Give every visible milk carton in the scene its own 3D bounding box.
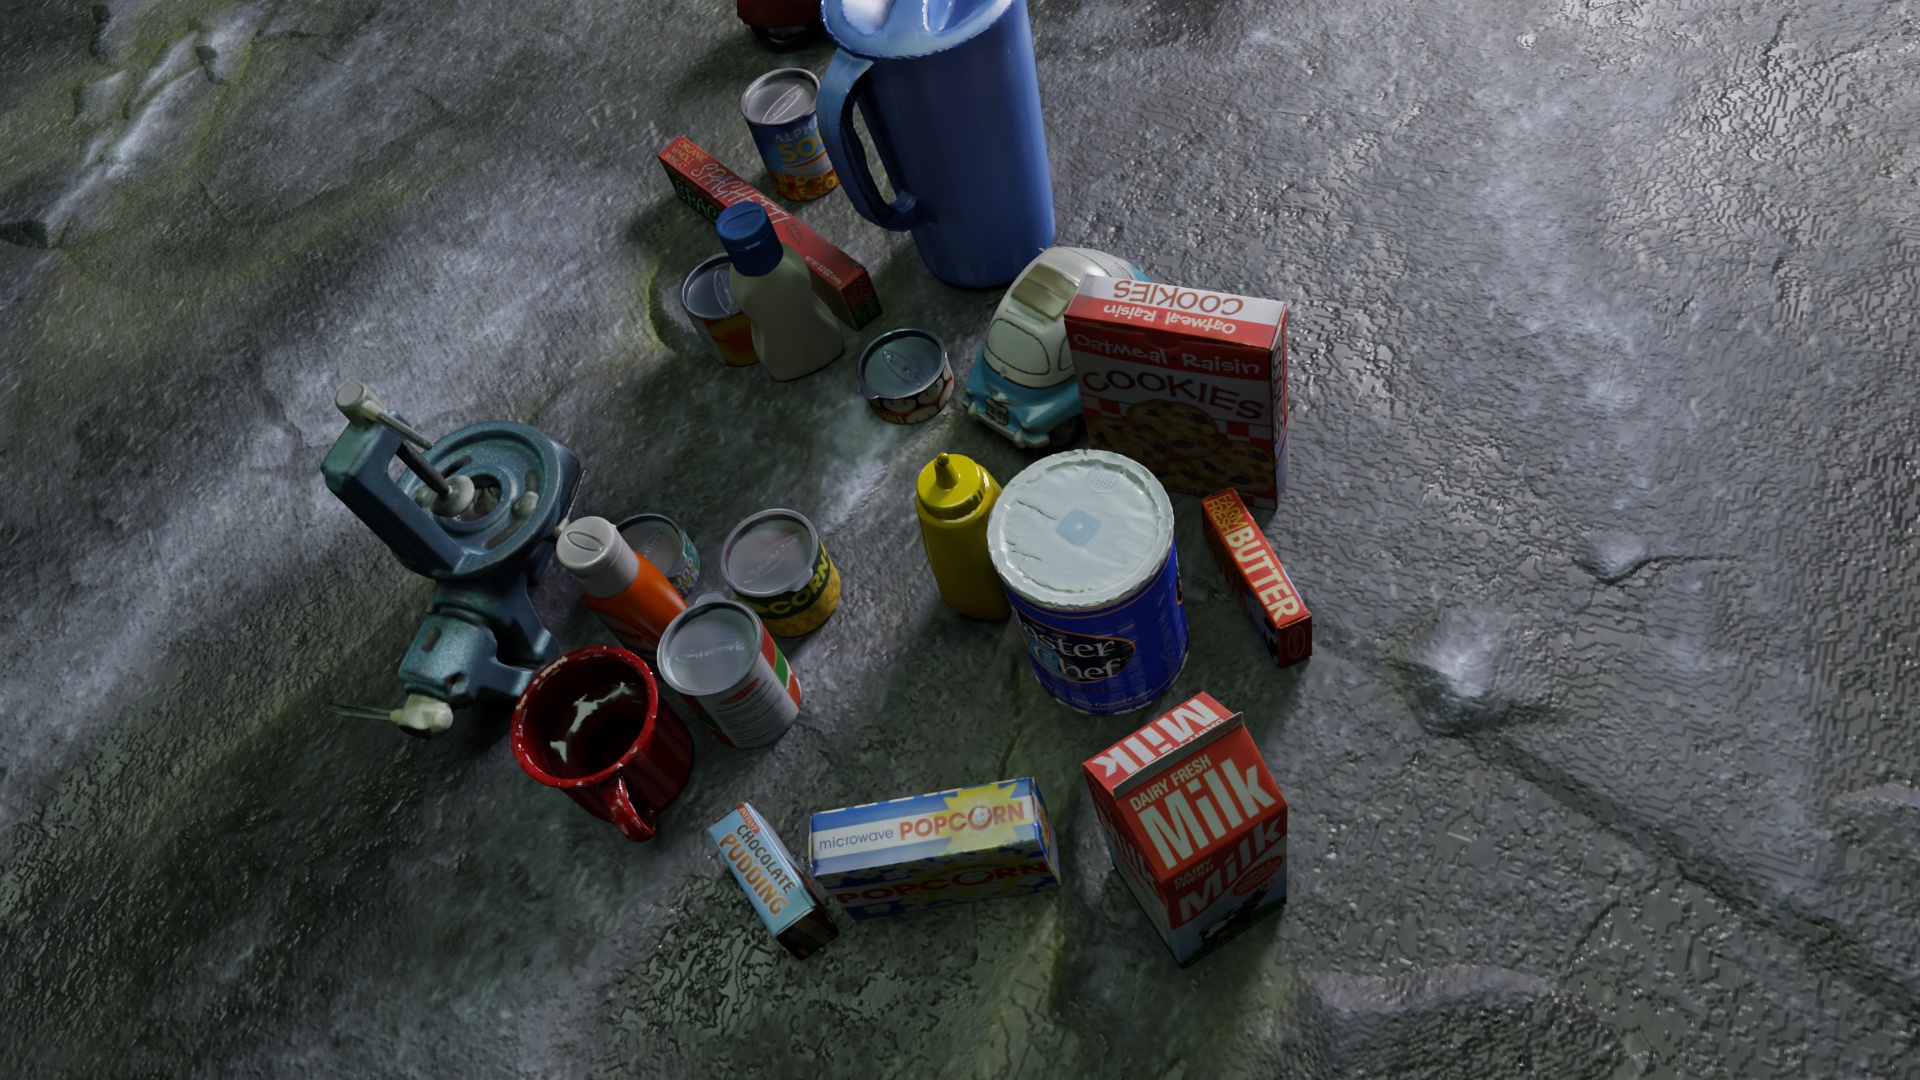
[{"bbox_3d":[0.115,0.143,0.701,0.072,0.189,0.074,-30,56,-6],"label":"milk carton"}]

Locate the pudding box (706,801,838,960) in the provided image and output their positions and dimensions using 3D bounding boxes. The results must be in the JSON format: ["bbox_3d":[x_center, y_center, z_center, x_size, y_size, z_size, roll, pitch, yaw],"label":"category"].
[{"bbox_3d":[-0.109,0.197,0.805,0.030,0.049,0.084,-36,57,-10],"label":"pudding box"}]

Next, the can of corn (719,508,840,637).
[{"bbox_3d":[-0.116,0.024,0.912,0.071,0.058,0.071,-6,57,10],"label":"can of corn"}]

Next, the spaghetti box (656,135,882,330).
[{"bbox_3d":[-0.155,-0.247,1.100,0.029,0.050,0.250,-42,58,-14],"label":"spaghetti box"}]

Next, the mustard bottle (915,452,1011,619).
[{"bbox_3d":[0.003,-0.011,0.844,0.049,0.159,0.065,5,60,17],"label":"mustard bottle"}]

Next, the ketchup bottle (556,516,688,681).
[{"bbox_3d":[-0.204,0.038,0.870,0.065,0.148,0.044,18,64,23],"label":"ketchup bottle"}]

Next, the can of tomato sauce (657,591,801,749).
[{"bbox_3d":[-0.143,0.083,0.866,0.071,0.082,0.071,-6,57,10],"label":"can of tomato sauce"}]

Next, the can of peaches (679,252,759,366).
[{"bbox_3d":[-0.169,-0.175,1.053,0.071,0.057,0.071,-6,57,10],"label":"can of peaches"}]

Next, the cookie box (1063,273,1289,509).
[{"bbox_3d":[0.137,-0.088,0.857,0.123,0.166,0.040,12,62,20],"label":"cookie box"}]

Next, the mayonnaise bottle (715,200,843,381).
[{"bbox_3d":[-0.132,-0.177,0.991,0.065,0.147,0.041,-25,56,-3],"label":"mayonnaise bottle"}]

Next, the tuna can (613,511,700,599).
[{"bbox_3d":[-0.213,0.016,0.956,0.071,0.032,0.071,-6,57,10],"label":"tuna can"}]

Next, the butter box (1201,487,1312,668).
[{"bbox_3d":[0.180,0.022,0.846,0.024,0.053,0.104,-23,56,-1],"label":"butter box"}]

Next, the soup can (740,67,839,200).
[{"bbox_3d":[-0.132,-0.327,1.125,0.071,0.083,0.071,-6,57,10],"label":"soup can"}]

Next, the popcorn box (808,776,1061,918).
[{"bbox_3d":[-0.013,0.174,0.775,0.127,0.085,0.038,-11,56,7],"label":"popcorn box"}]

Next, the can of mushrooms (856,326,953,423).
[{"bbox_3d":[-0.041,-0.117,1.000,0.071,0.033,0.071,-6,57,10],"label":"can of mushrooms"}]
